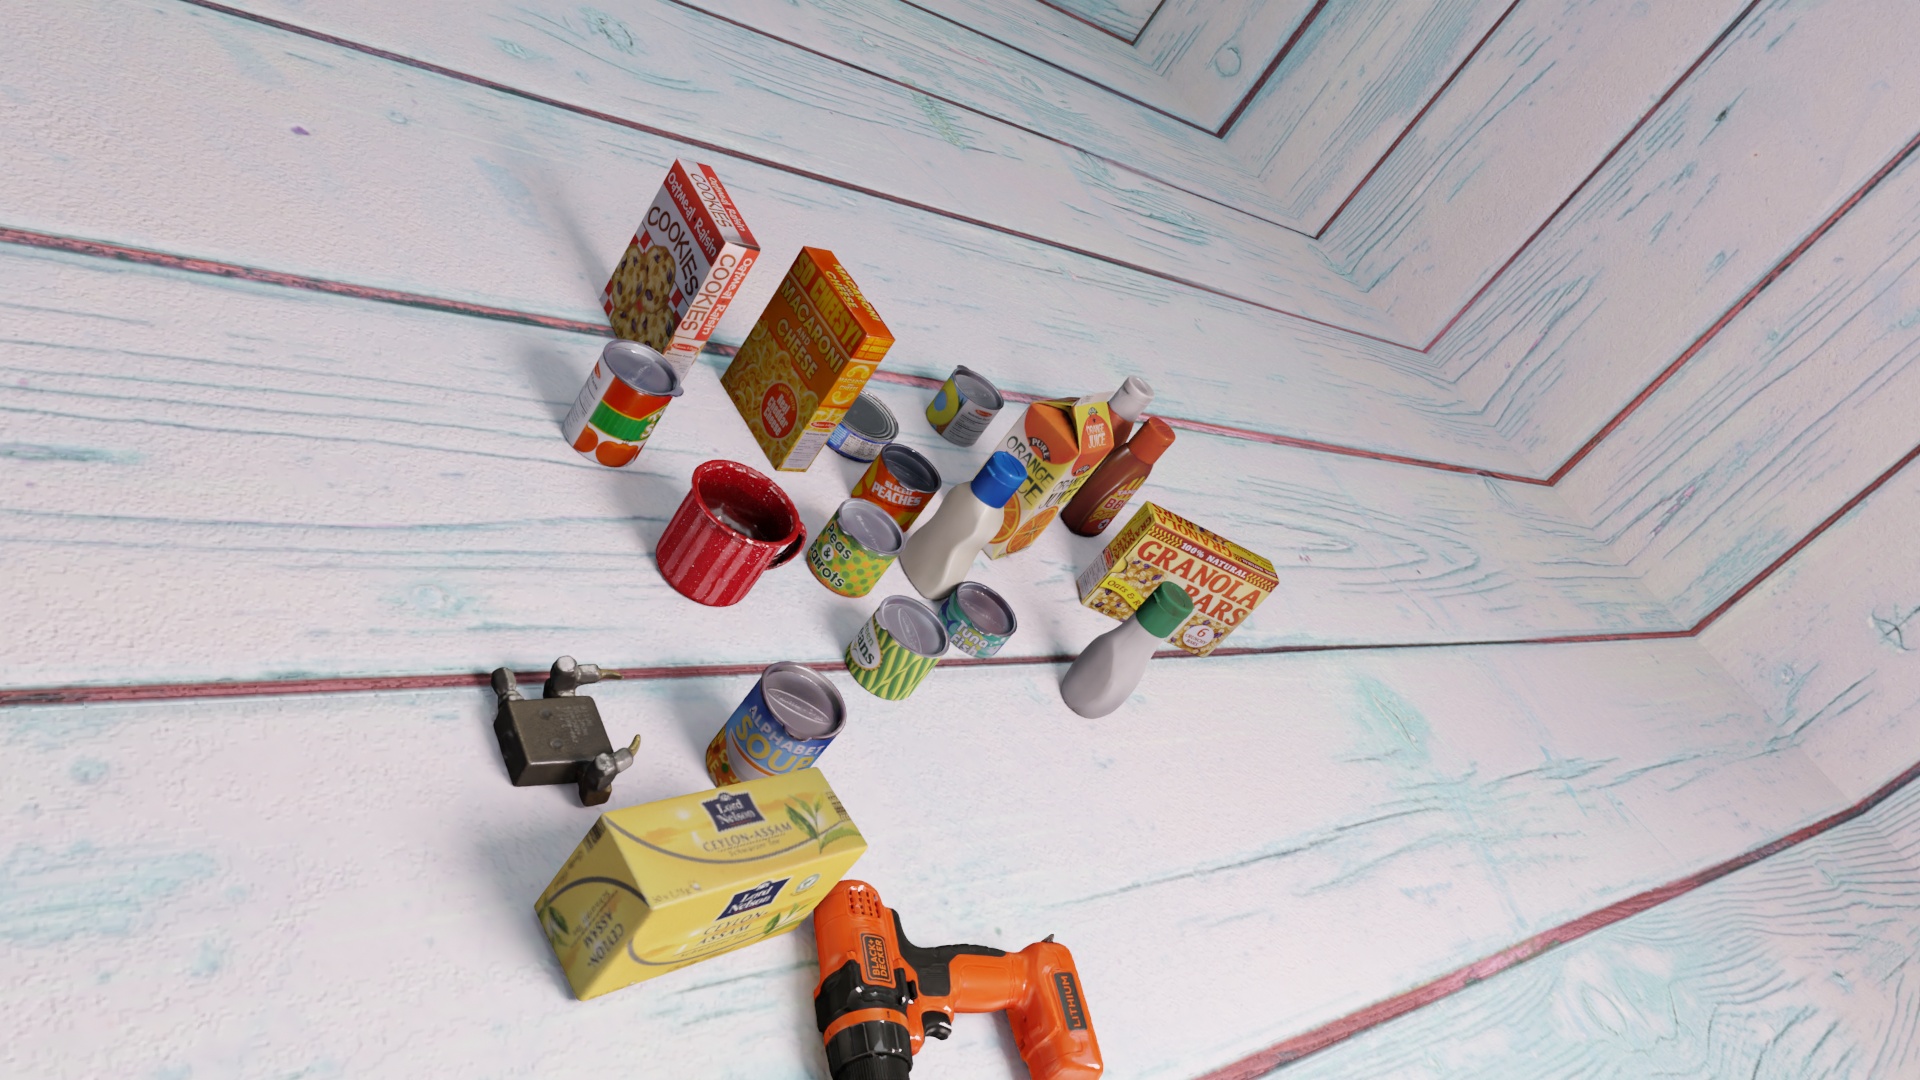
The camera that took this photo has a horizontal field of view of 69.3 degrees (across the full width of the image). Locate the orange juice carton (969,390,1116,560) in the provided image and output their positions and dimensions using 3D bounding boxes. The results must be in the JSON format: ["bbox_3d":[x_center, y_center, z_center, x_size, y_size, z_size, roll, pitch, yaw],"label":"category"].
[{"bbox_3d":[0.080,-0.075,1.356,0.073,0.191,0.072,49,31,17],"label":"orange juice carton"}]

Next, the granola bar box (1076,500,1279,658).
[{"bbox_3d":[0.222,0.043,1.417,0.165,0.123,0.039,24,33,-24],"label":"granola bar box"}]

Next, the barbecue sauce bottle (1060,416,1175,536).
[{"bbox_3d":[0.172,-0.068,1.492,0.065,0.148,0.044,-4,50,-50],"label":"barbecue sauce bottle"}]

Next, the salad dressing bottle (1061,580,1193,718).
[{"bbox_3d":[0.149,0.098,1.240,0.044,0.147,0.064,19,35,-31],"label":"salad dressing bottle"}]

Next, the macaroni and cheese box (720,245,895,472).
[{"bbox_3d":[-0.142,-0.164,1.264,0.040,0.165,0.124,0,47,-48],"label":"macaroni and cheese box"}]

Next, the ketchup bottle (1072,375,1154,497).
[{"bbox_3d":[0.158,-0.117,1.544,0.043,0.148,0.065,16,37,-35],"label":"ketchup bottle"}]

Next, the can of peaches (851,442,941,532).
[{"bbox_3d":[-0.061,-0.047,1.301,0.071,0.057,0.071,28,31,-18],"label":"can of peaches"}]

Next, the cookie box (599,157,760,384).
[{"bbox_3d":[-0.253,-0.237,1.243,0.040,0.166,0.123,5,44,-45],"label":"cookie box"}]

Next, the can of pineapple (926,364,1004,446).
[{"bbox_3d":[0.004,-0.145,1.506,0.071,0.057,0.071,28,31,-18],"label":"can of pineapple"}]

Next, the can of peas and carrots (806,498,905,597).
[{"bbox_3d":[-0.092,0.007,1.192,0.071,0.058,0.071,28,31,-18],"label":"can of peas and carrots"}]

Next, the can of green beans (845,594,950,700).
[{"bbox_3d":[-0.052,0.087,1.126,0.071,0.057,0.071,28,31,-18],"label":"can of green beans"}]

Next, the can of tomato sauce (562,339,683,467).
[{"bbox_3d":[-0.274,-0.110,1.129,0.071,0.082,0.071,28,31,-18],"label":"can of tomato sauce"}]

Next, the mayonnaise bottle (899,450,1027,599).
[{"bbox_3d":[0.004,-0.016,1.238,0.041,0.147,0.065,3,45,-46],"label":"mayonnaise bottle"}]

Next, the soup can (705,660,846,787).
[{"bbox_3d":[-0.128,0.136,0.951,0.071,0.083,0.072,28,31,-18],"label":"soup can"}]

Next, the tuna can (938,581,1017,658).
[{"bbox_3d":[0.015,0.073,1.244,0.071,0.032,0.071,28,31,-18],"label":"tuna can"}]
